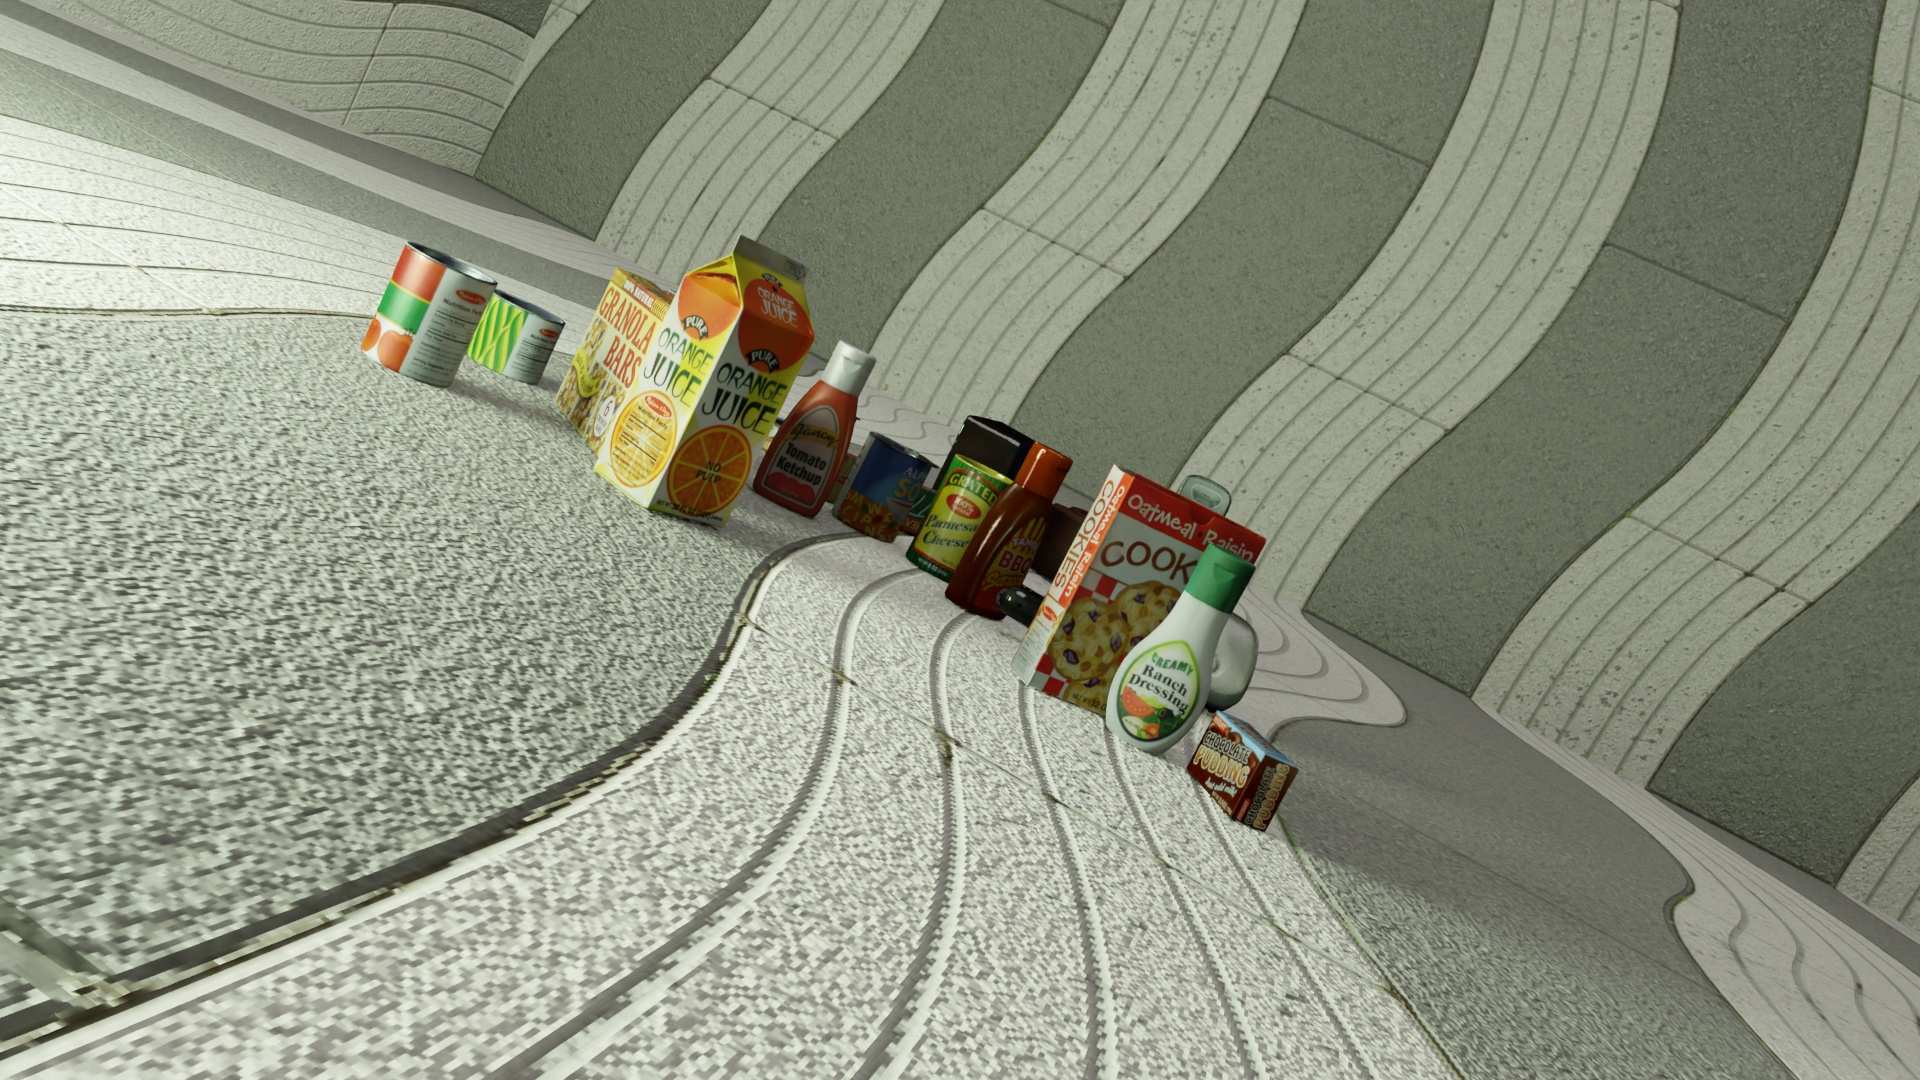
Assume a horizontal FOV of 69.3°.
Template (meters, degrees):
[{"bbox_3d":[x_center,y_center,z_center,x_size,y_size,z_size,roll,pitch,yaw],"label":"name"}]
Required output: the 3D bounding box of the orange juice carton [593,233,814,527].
[{"bbox_3d":[-0.168,-0.113,0.957,0.073,0.192,0.072,32,8,38],"label":"orange juice carton"}]

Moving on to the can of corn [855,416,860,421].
[{"bbox_3d":[-0.162,-0.132,1.648,0.071,0.058,0.071,26,7,-3],"label":"can of corn"}]

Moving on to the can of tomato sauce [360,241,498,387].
[{"bbox_3d":[-0.378,-0.160,0.984,0.071,0.083,0.071,26,7,-3],"label":"can of tomato sauce"}]

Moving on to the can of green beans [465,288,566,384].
[{"bbox_3d":[-0.375,-0.171,1.167,0.071,0.057,0.071,26,7,-3],"label":"can of green beans"}]

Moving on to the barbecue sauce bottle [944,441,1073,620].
[{"bbox_3d":[0.044,-0.009,1.150,0.044,0.148,0.065,32,8,38],"label":"barbecue sauce bottle"}]

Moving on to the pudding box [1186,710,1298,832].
[{"bbox_3d":[0.186,0.152,0.922,0.030,0.049,0.084,25,7,-16],"label":"pudding box"}]

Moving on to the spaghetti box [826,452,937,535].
[{"bbox_3d":[-0.042,-0.030,1.388,0.250,0.050,0.029,22,8,-32],"label":"spaghetti box"}]

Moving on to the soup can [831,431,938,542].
[{"bbox_3d":[-0.070,-0.047,1.277,0.071,0.083,0.071,26,7,-3],"label":"soup can"}]

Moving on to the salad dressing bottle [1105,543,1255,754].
[{"bbox_3d":[0.154,0.074,0.961,0.064,0.147,0.044,28,7,11],"label":"salad dressing bottle"}]

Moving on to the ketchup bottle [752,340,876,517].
[{"bbox_3d":[-0.120,-0.098,1.194,0.065,0.148,0.043,26,7,-7],"label":"ketchup bottle"}]

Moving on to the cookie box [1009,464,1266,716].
[{"bbox_3d":[0.129,0.045,0.998,0.123,0.167,0.040,24,7,-24],"label":"cookie box"}]

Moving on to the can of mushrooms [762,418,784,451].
[{"bbox_3d":[-0.183,-0.104,1.476,0.071,0.033,0.071,26,7,-3],"label":"can of mushrooms"}]

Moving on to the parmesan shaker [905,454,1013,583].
[{"bbox_3d":[0.004,-0.016,1.239,0.071,0.103,0.071,26,7,-3],"label":"parmesan shaker"}]

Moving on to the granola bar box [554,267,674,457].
[{"bbox_3d":[-0.255,-0.134,1.073,0.039,0.124,0.166,23,8,-33],"label":"granola bar box"}]
